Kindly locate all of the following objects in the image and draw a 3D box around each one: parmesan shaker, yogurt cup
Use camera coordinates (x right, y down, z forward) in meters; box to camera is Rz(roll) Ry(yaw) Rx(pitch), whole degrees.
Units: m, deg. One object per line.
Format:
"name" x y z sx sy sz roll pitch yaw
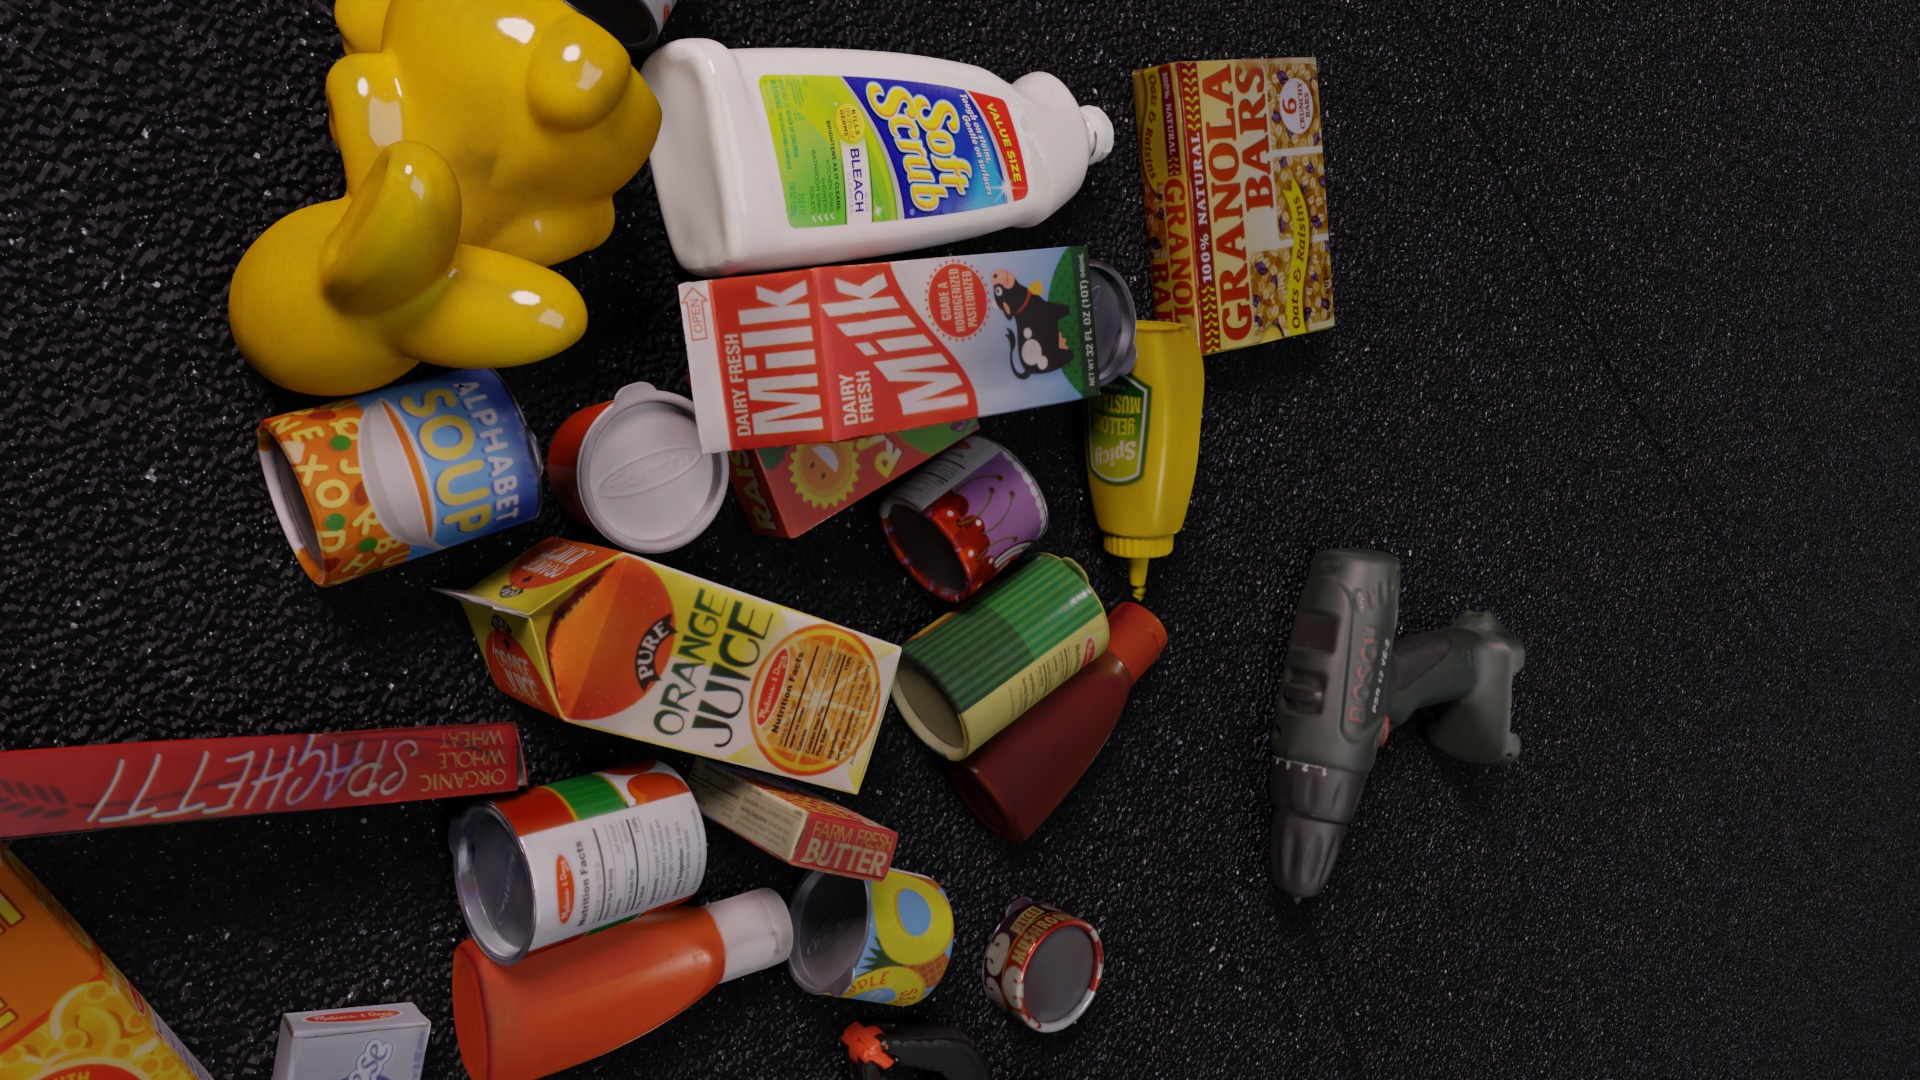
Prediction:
"parmesan shaker" 0.019 0.057 0.722 0.103 0.071 0.071 -33 114 -30
"yogurt cup" -0.141 -0.031 0.595 0.072 0.054 0.072 -6 99 -38

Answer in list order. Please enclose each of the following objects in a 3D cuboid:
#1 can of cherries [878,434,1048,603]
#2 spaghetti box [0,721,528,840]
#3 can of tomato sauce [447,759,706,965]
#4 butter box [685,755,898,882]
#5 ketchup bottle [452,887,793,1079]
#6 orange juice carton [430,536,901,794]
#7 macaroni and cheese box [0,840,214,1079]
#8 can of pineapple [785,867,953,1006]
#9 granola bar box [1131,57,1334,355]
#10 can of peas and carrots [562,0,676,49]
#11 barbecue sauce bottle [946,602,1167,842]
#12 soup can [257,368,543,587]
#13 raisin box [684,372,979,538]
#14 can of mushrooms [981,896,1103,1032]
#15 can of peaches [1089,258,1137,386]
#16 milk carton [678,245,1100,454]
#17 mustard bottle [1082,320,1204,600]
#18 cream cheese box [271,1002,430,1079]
"can of cherries" 0.003 -0.009 0.702 0.058 0.071 0.071 -40 118 -28
"spaghetti box" -0.272 0.083 0.477 0.250 0.050 0.029 4 79 -50
"can of tomato sauce" -0.161 0.132 0.587 0.083 0.071 0.071 -9 101 -46
"butter box" -0.079 0.126 0.631 0.053 0.103 0.024 23 82 -38
"ketchup bottle" -0.147 0.192 0.623 0.149 0.043 0.064 -7 97 -38
"orange juice carton" -0.127 0.051 0.605 0.192 0.072 0.073 23 81 -38
"macaroni and cheese box" -0.349 0.181 0.465 0.124 0.040 0.166 -39 117 -29
"can of pineapple" -0.045 0.196 0.688 0.058 0.071 0.071 24 81 -38
"granola bar box" 0.165 -0.199 0.826 0.125 0.039 0.165 -16 105 -36
"can of peas and carrots" -0.143 -0.245 0.562 0.071 0.071 0.059 33 75 -36
"barbecue sauce bottle" 0.059 0.095 0.775 0.149 0.043 0.064 -44 120 -26
"soup can" -0.212 -0.026 0.530 0.084 0.071 0.071 -23 109 -34
"raisin box" -0.058 -0.066 0.666 0.124 0.040 0.086 -33 115 -32
"can of mushrooms" 0.047 0.240 0.788 0.071 0.033 0.071 -6 99 -37
"can of peaches" 0.051 -0.112 0.735 0.071 0.058 0.071 -5 98 -38
"milk carton" -0.033 -0.086 0.611 0.191 0.073 0.072 -14 103 -36
"mustard bottle" 0.101 -0.042 0.781 0.049 0.065 0.159 -12 106 -41
"cream cheese box" -0.251 0.243 0.560 0.053 0.024 0.103 9 90 -38
